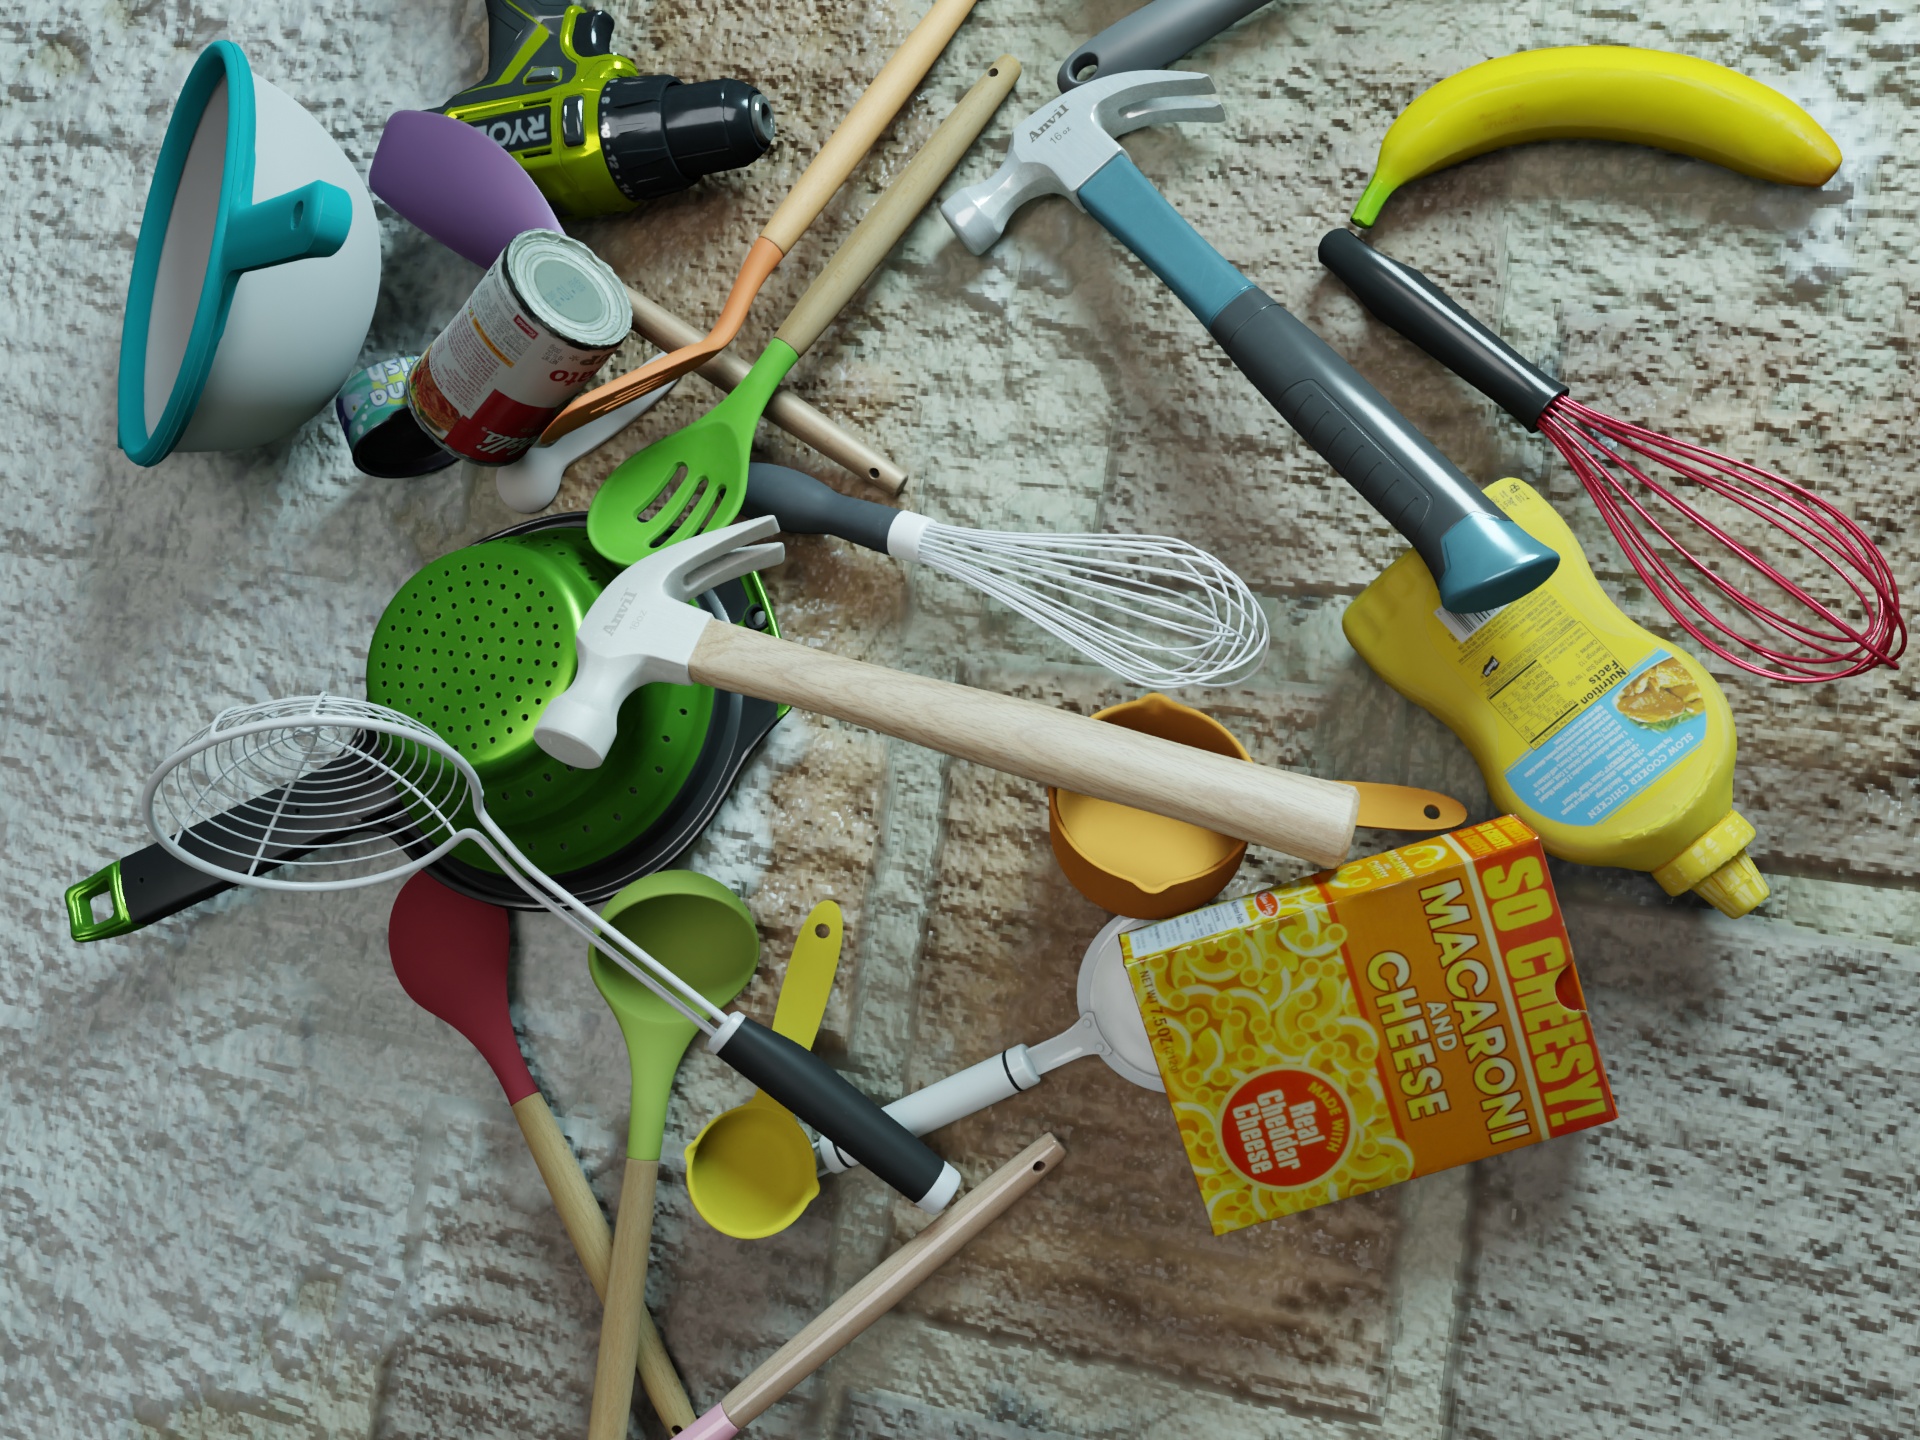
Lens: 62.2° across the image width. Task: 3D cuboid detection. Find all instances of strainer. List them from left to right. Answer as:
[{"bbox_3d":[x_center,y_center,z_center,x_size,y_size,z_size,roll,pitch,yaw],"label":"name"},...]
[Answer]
[{"bbox_3d":[-0.315,-0.214,0.759,0.341,0.095,0.211,14,93,51],"label":"strainer"},{"bbox_3d":[0.034,0.151,0.700,0.258,0.050,0.087,-28,90,15],"label":"strainer"}]

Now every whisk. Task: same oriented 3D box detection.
[{"bbox_3d":[0.006,-0.076,0.727,0.285,0.070,0.070,19,89,22],"label":"whisk"},{"bbox_3d":[0.153,-0.343,0.725,0.239,0.055,0.055,-22,78,17],"label":"whisk"},{"bbox_3d":[0.260,-0.117,0.660,0.073,0.073,0.296,-47,69,6],"label":"whisk"}]

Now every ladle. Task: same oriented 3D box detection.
[{"bbox_3d":[-0.199,0.206,0.766,0.069,0.031,0.315,-32,78,9],"label":"ladle"},{"bbox_3d":[-0.146,0.228,0.720,0.078,0.062,0.320,9,82,-16],"label":"ladle"}]

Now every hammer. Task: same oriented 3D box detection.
[{"bbox_3d":[-0.001,-0.002,0.660,0.331,0.031,0.130,15,60,10],"label":"hammer"},{"bbox_3d":[0.125,-0.165,0.681,0.128,0.033,0.331,-40,62,8],"label":"hammer"}]

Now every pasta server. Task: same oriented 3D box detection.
[{"bbox_3d":[-0.077,0.287,0.689,0.316,0.040,0.060,-39,104,-3],"label":"pasta server"}]

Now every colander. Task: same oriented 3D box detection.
[{"bbox_3d":[-0.281,0.015,0.756,0.397,0.094,0.205,-23,71,7],"label":"colander"}]

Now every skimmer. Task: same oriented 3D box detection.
[{"bbox_3d":[-0.160,0.114,0.662,0.363,0.090,0.127,38,130,-3],"label":"skimmer"}]

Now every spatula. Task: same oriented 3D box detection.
[{"bbox_3d":[-0.157,-0.201,0.775,0.316,0.018,0.059,34,114,5],"label":"spatula"},{"bbox_3d":[-0.082,-0.246,0.746,0.041,0.081,0.323,38,78,-17],"label":"spatula"}]

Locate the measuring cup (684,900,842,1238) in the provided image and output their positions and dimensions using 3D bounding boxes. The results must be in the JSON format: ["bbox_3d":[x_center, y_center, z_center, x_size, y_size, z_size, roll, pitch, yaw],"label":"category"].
[{"bbox_3d":[-0.082,0.158,0.729,0.062,0.029,0.157,19,65,-7],"label":"measuring cup"}]

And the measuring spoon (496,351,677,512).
[{"bbox_3d":[-0.189,-0.152,0.810,0.124,0.018,0.034,-37,75,8],"label":"measuring spoon"}]

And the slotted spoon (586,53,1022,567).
[{"bbox_3d":[-0.065,-0.194,0.749,0.070,0.031,0.314,32,81,26],"label":"slotted spoon"}]

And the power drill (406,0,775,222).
[{"bbox_3d":[-0.188,-0.368,0.807,0.190,0.080,0.228,-3,85,17],"label":"power drill"}]

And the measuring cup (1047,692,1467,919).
[{"bbox_3d":[0.123,0.044,0.679,0.173,0.052,0.095,4,59,2],"label":"measuring cup"}]
